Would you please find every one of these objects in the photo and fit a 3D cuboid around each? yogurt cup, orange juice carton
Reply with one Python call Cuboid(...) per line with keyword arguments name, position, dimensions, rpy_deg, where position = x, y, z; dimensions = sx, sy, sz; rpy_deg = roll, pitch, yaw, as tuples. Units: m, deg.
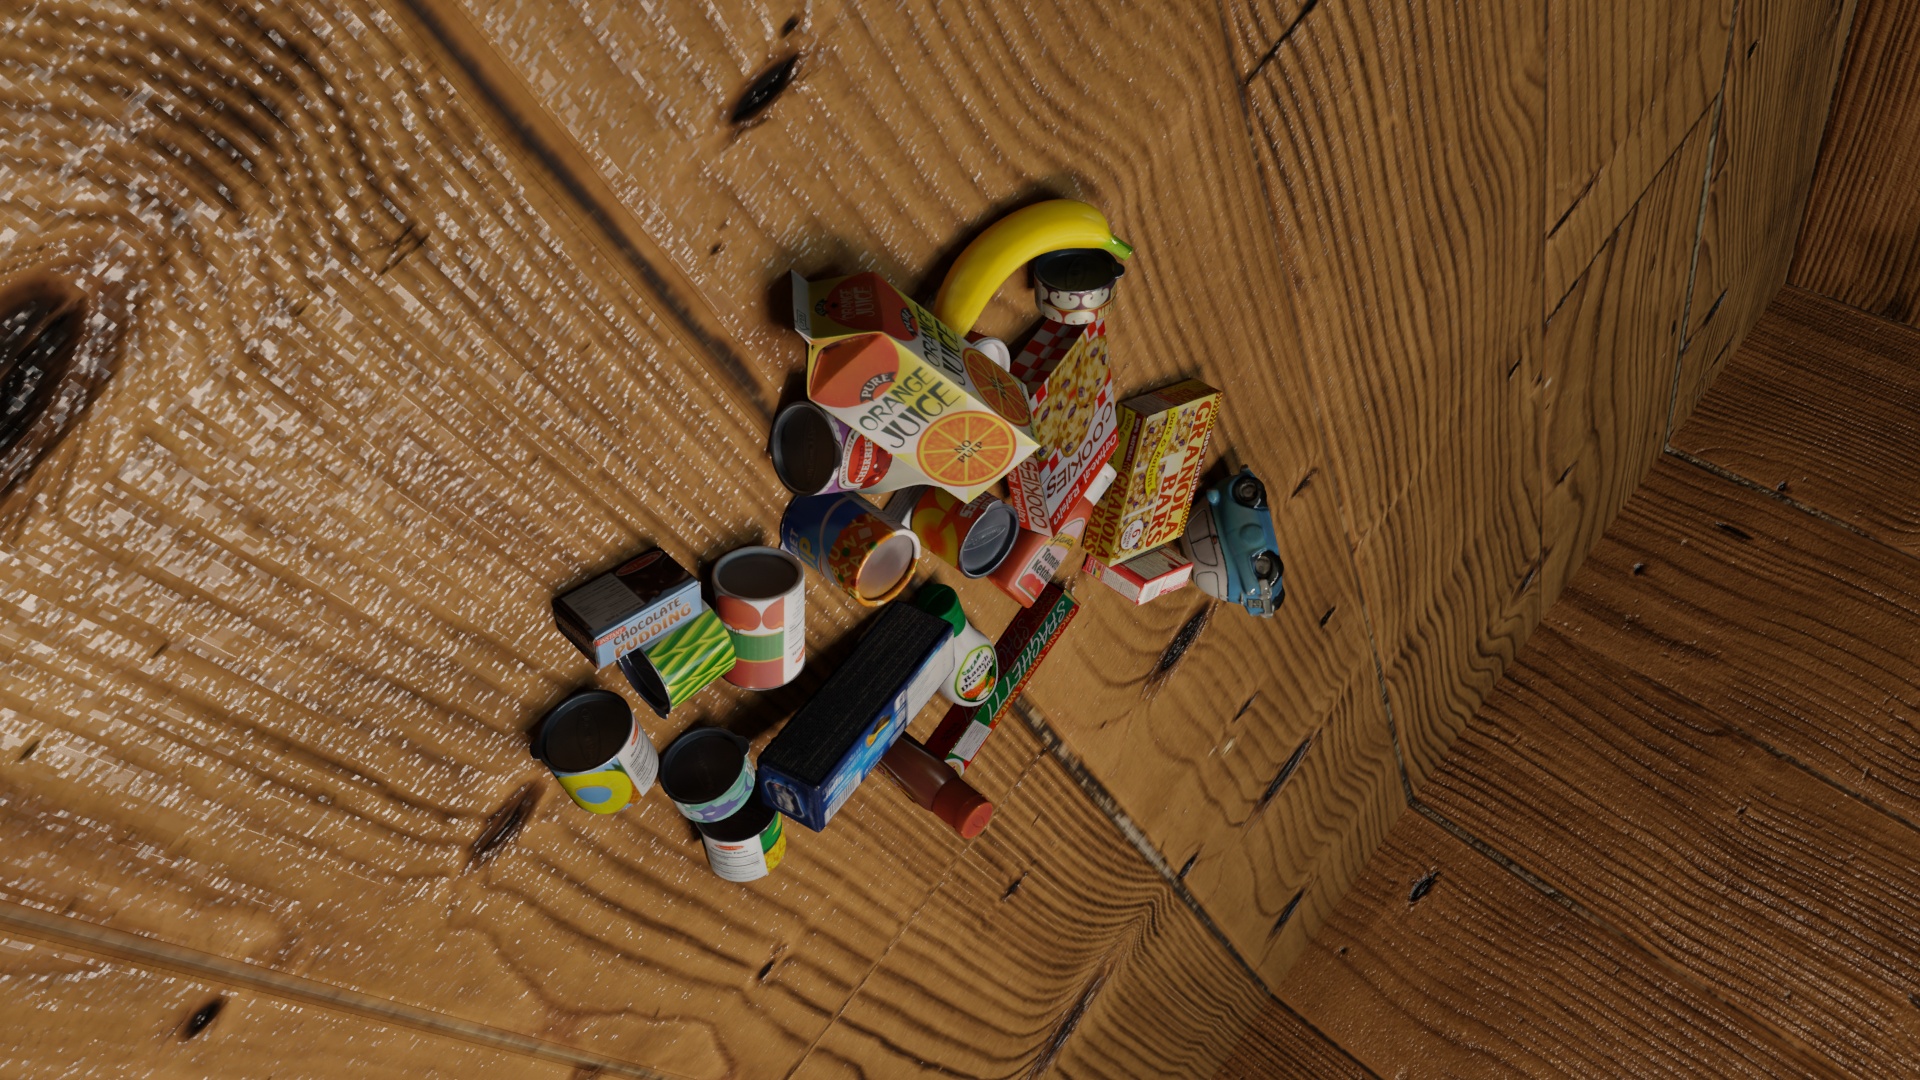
Cuboid(name="yogurt cup", position=(-0.004, -0.130, 1.039), dimensions=(0.073, 0.054, 0.072), rpy_deg=(-33, 141, -32))
Cuboid(name="orange juice carton", position=(-0.040, -0.111, 0.937), dimensions=(0.072, 0.072, 0.192), rpy_deg=(-39, 128, 26))

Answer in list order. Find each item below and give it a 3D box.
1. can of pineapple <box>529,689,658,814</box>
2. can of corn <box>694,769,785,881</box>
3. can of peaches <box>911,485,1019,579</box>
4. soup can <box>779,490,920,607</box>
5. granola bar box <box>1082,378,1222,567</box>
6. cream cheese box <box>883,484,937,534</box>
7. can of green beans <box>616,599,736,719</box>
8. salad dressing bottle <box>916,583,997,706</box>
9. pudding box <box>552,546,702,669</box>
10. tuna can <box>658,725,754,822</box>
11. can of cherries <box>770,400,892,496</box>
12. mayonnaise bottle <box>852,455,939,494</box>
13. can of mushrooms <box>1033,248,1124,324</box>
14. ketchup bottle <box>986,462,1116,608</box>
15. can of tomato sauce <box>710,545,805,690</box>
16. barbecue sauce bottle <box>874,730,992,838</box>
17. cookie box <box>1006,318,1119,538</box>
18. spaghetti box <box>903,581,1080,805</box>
Cuboid(name="can of pineapple", position=(-0.248, 0.145, 0.947), dimensions=(0.071, 0.071, 0.057), rpy_deg=(-41, 144, -22))
Cuboid(name="can of corn", position=(-0.175, 0.228, 1.113), dimensions=(0.071, 0.071, 0.058), rpy_deg=(-35, 142, -30))
Cuboid(name="can of peaches", position=(0.004, -0.014, 1.098), dimensions=(0.071, 0.058, 0.070), rpy_deg=(-31, 138, -33))
Cuboid(name="soup can", position=(-0.082, 0.004, 1.023), dimensions=(0.071, 0.084, 0.071), rpy_deg=(-33, 141, -32))
Cuboid(name="granola bar box", position=(0.186, -0.068, 1.355), dimensions=(0.125, 0.039, 0.164), rpy_deg=(-20, 132, -42))
Cuboid(name="cream cheese box", position=(-0.016, -0.048, 1.120), dimensions=(0.104, 0.024, 0.053), rpy_deg=(-56, 146, -2))
Cuboid(name="can of green beans", position=(-0.196, 0.076, 0.953), dimensions=(0.058, 0.071, 0.071), rpy_deg=(-35, 141, -31))
Cuboid(name="salad dressing bottle", position=(-0.005, 0.093, 1.238), dimensions=(0.064, 0.044, 0.147), rpy_deg=(-46, 146, -18))
Cuboid(name="pudding box", position=(-0.217, 0.043, 0.913), dimensions=(0.084, 0.050, 0.030), rpy_deg=(-32, 141, -34))
Cuboid(name="tuna can", position=(-0.188, 0.175, 1.047), dimensions=(0.071, 0.071, 0.032), rpy_deg=(-43, 146, -20))
Cuboid(name="can of cherries", position=(-0.088, -0.065, 0.969), dimensions=(0.058, 0.071, 0.071), rpy_deg=(-9, 125, -49))
Cuboid(name="mayonnaise bottle", position=(-0.022, -0.069, 1.054), dimensions=(0.148, 0.041, 0.064), rpy_deg=(-3, 117, -38))
Cuboid(name="can of mushrooms", position=(0.093, -0.201, 1.090), dimensions=(0.071, 0.071, 0.033), rpy_deg=(-36, 144, -29))
Cuboid(name="ketchup bottle", position=(0.085, -0.012, 1.266), dimensions=(0.149, 0.043, 0.064), rpy_deg=(-54, 147, -6))
Cuboid(name="can of tomato sauce", position=(-0.147, 0.055, 1.002), dimensions=(0.071, 0.071, 0.082), rpy_deg=(-28, 137, -37))
Cuboid(name="barbecue sauce bottle", position=(-0.037, 0.197, 1.187), dimensions=(0.044, 0.149, 0.064), rpy_deg=(-51, 147, -10))
Cuboid(name="cookie box", position=(0.082, -0.101, 1.171), dimensions=(0.123, 0.040, 0.166), rpy_deg=(-53, 149, -28))
Cuboid(name="spaghetti box", position=(0.029, 0.149, 1.344), dimensions=(0.250, 0.029, 0.050), rpy_deg=(-55, 147, -3))
